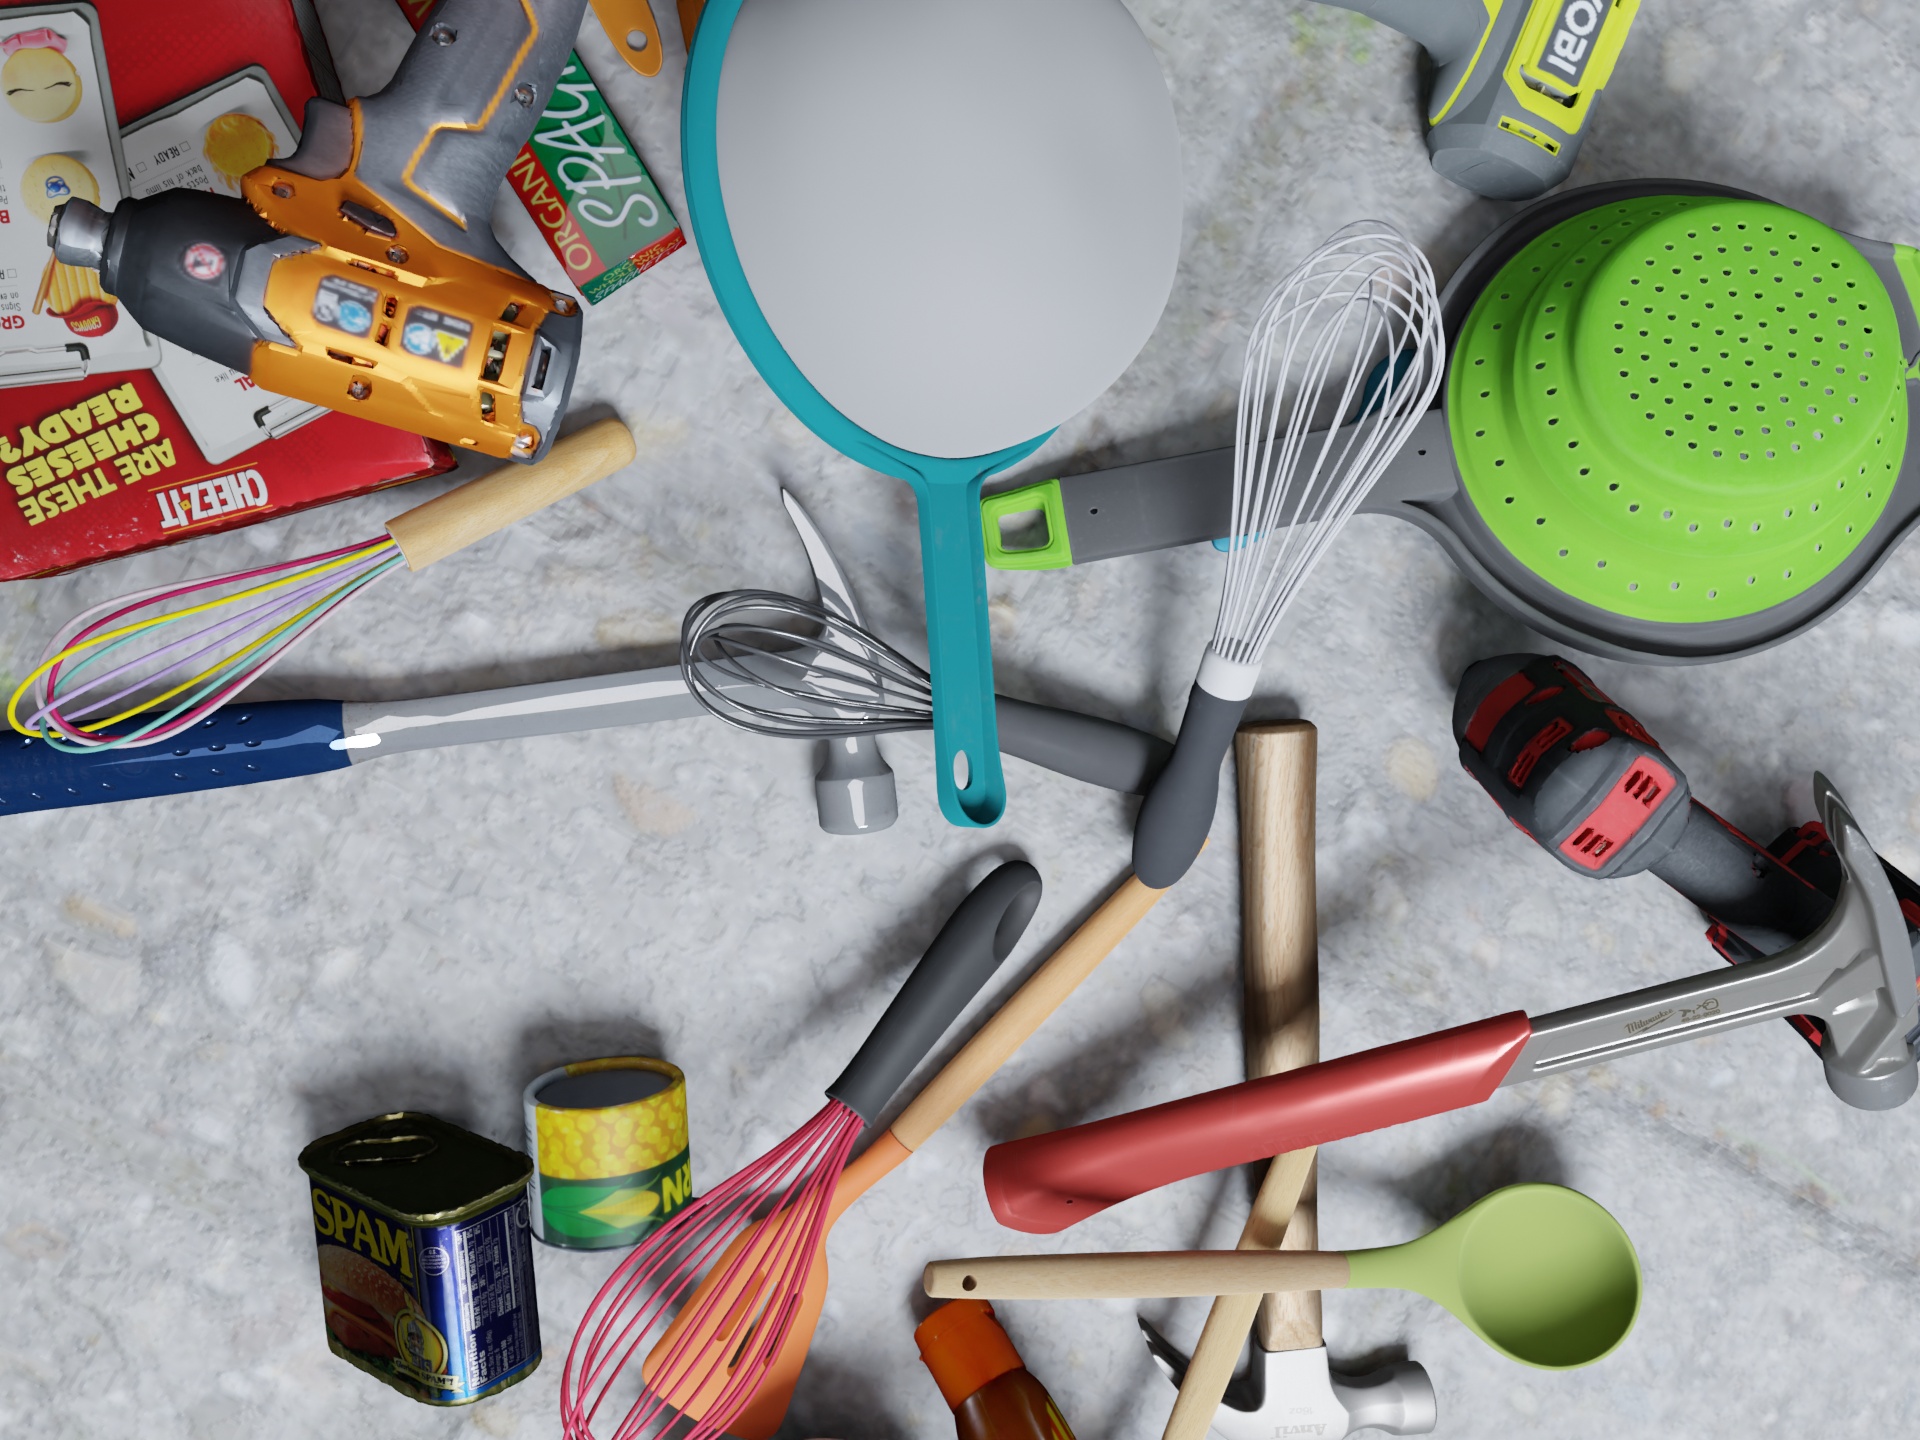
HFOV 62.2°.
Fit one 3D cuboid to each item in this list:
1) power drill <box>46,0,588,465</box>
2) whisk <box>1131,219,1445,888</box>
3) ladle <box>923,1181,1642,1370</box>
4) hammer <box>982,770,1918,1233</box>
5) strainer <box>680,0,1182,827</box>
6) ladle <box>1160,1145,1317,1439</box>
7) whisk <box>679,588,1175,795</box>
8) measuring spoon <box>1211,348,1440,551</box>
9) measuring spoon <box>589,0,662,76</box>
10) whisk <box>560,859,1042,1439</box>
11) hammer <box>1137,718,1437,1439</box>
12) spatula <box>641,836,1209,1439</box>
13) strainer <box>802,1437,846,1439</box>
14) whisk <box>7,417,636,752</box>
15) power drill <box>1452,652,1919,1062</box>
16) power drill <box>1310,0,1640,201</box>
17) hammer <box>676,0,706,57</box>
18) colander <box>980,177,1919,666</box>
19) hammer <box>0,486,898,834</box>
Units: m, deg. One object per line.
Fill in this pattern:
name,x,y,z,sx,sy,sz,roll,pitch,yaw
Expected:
power drill,-0.193,-0.216,0.530,0.164,0.084,0.226,13,90,-25
whisk,0.110,-0.047,0.598,0.070,0.070,0.284,10,124,-8
ladle,0.139,0.225,0.642,0.320,0.062,0.078,7,83,-23
hammer,0.172,0.134,0.618,0.359,0.037,0.149,-19,122,17
strainer,0.018,-0.129,0.562,0.211,0.095,0.340,-7,94,-43
ladle,0.095,0.303,0.680,0.069,0.031,0.315,22,91,2
whisk,0.000,-0.002,0.633,0.238,0.055,0.055,15,95,-26
measuring spoon,0.160,-0.112,0.673,0.128,0.021,0.042,-37,99,-3
measuring spoon,-0.147,-0.308,0.623,0.021,0.011,0.117,-27,103,-5
whisk,-0.057,0.171,0.631,0.073,0.073,0.296,42,69,-10
hammer,0.140,0.165,0.700,0.130,0.031,0.331,-4,97,-7
spatula,-0.004,0.167,0.678,0.322,0.041,0.081,-46,123,-1
strainer,-0.043,0.409,0.692,0.151,0.069,0.256,0,110,14
whisk,-0.231,-0.056,0.595,0.245,0.051,0.047,-31,133,-20
power drill,0.299,0.049,0.656,0.219,0.143,0.078,31,107,-15
power drill,0.170,-0.330,0.625,0.223,0.080,0.171,21,94,-12
hammer,-0.110,-0.328,0.594,0.127,0.034,0.336,-1,109,34
colander,0.200,-0.114,0.611,0.397,0.094,0.204,-10,82,5
hammer,-0.233,-0.003,0.634,0.405,0.035,0.144,-7,98,-6
